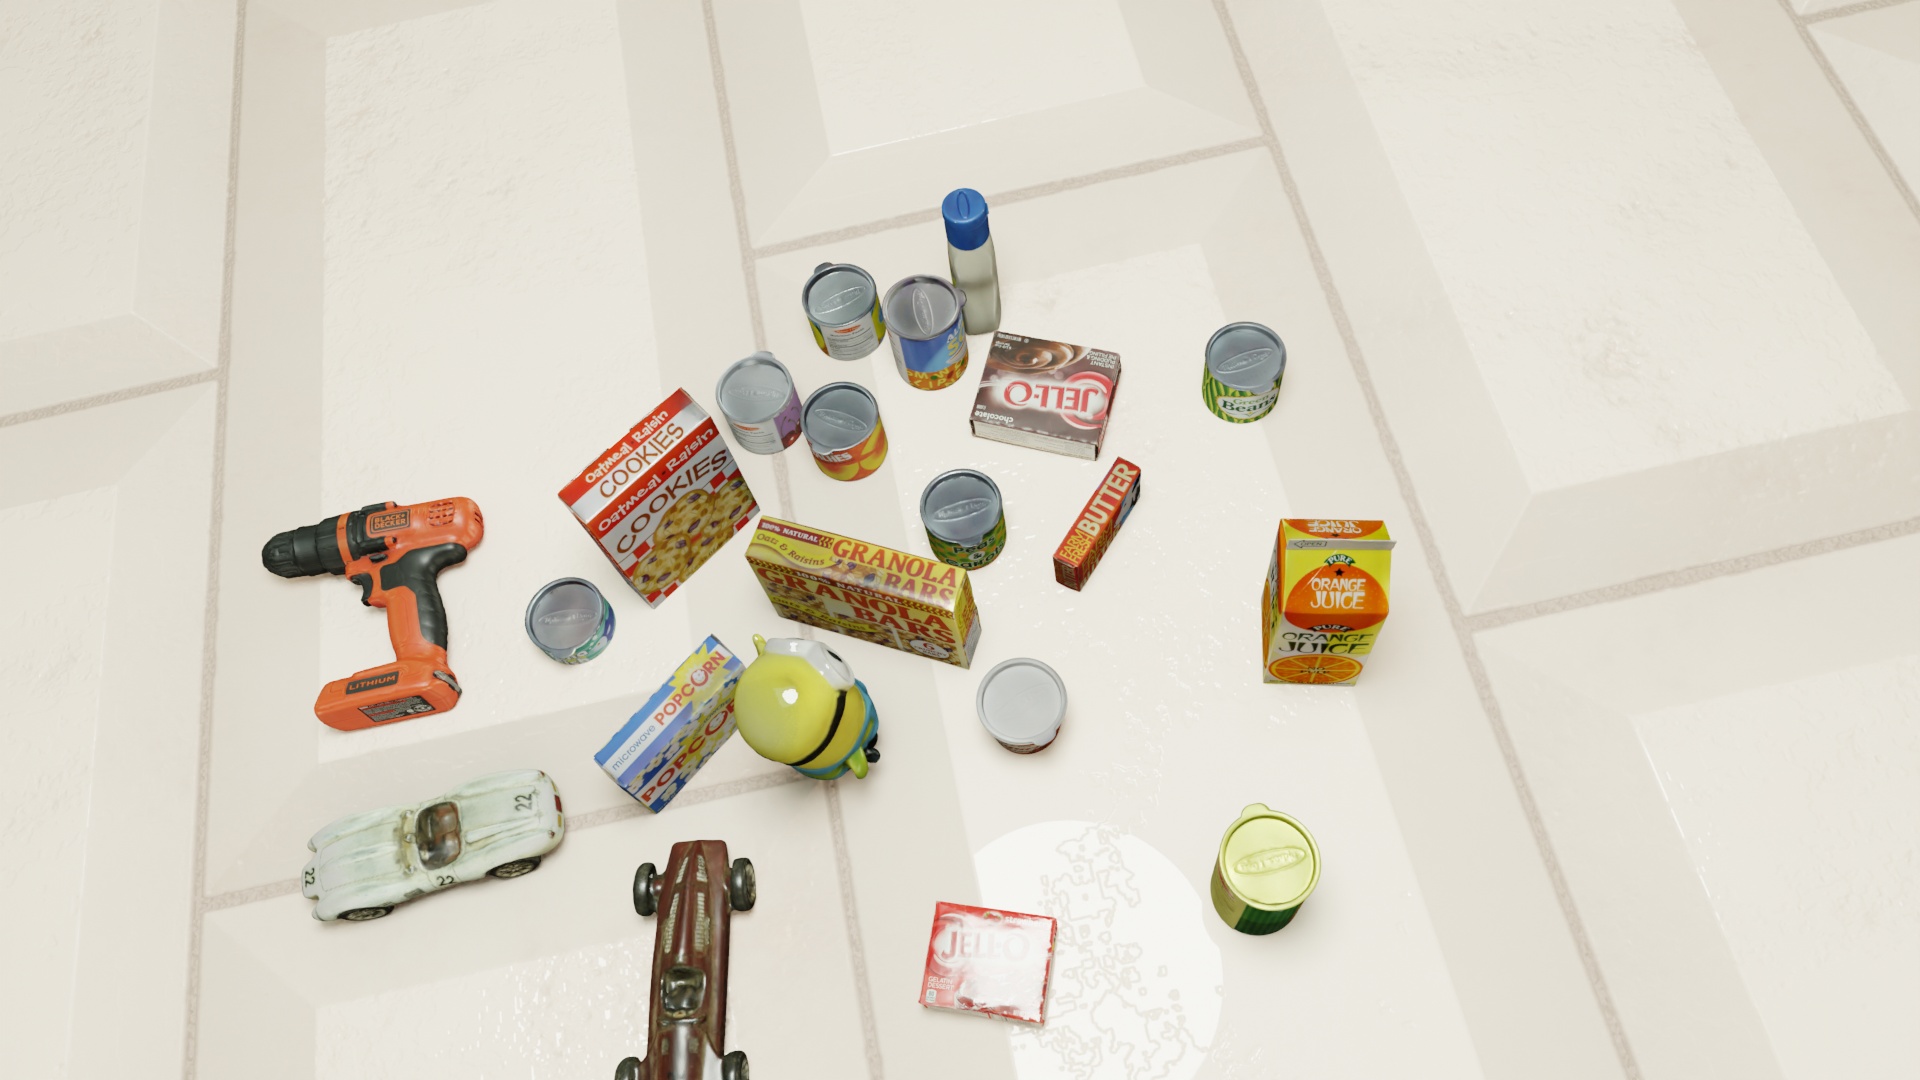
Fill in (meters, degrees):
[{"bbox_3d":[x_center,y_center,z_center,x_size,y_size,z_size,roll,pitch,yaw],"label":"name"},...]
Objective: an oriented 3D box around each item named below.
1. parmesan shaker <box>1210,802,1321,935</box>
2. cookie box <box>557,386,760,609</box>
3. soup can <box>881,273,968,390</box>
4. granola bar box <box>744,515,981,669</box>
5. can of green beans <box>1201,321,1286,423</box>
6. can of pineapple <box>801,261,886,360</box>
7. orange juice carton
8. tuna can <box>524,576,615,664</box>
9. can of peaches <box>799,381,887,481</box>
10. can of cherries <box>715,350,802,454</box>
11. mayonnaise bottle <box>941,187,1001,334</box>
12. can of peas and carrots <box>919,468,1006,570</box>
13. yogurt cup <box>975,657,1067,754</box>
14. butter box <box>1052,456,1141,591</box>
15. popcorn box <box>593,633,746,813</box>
[{"bbox_3d":[0.208,0.228,0.959,0.071,0.102,0.071,-2,65,5],"label":"parmesan shaker"},{"bbox_3d":[-0.233,-0.030,1.094,0.040,0.166,0.123,40,75,21],"label":"cookie box"},{"bbox_3d":[-0.026,-0.177,1.188,0.071,0.083,0.071,-2,65,5],"label":"soup can"},{"bbox_3d":[-0.071,0.040,1.067,0.166,0.123,0.039,15,68,13],"label":"granola bar box"},{"bbox_3d":[0.235,-0.139,1.156,0.071,0.057,0.071,-2,65,5],"label":"can of green beans"},{"bbox_3d":[-0.102,-0.202,1.222,0.071,0.057,0.071,-2,65,5],"label":"can of pineapple"},{"bbox_3d":[0.260,0.039,0.993,0.072,0.192,0.073,1,65,7],"label":"orange juice carton"},{"bbox_3d":[-0.317,0.068,1.131,0.071,0.032,0.071,-2,65,5],"label":"tuna can"},{"bbox_3d":[-0.098,-0.089,1.168,0.071,0.058,0.071,-2,65,5],"label":"can of peaches"},{"bbox_3d":[-0.169,-0.117,1.189,0.071,0.058,0.072,-2,65,5],"label":"can of cherries"},{"bbox_3d":[0.009,-0.238,1.177,0.041,0.147,0.065,-9,64,2],"label":"mayonnaise bottle"},{"bbox_3d":[0.004,-0.014,1.121,0.071,0.058,0.071,-2,65,5],"label":"can of peas and carrots"},{"bbox_3d":[0.048,0.128,1.051,0.072,0.053,0.072,-2,65,5],"label":"yogurt cup"},{"bbox_3d":[0.110,-0.012,1.112,0.024,0.053,0.104,28,71,18],"label":"butter box"},{"bbox_3d":[-0.211,0.141,1.056,0.038,0.085,0.127,37,74,20],"label":"popcorn box"}]
